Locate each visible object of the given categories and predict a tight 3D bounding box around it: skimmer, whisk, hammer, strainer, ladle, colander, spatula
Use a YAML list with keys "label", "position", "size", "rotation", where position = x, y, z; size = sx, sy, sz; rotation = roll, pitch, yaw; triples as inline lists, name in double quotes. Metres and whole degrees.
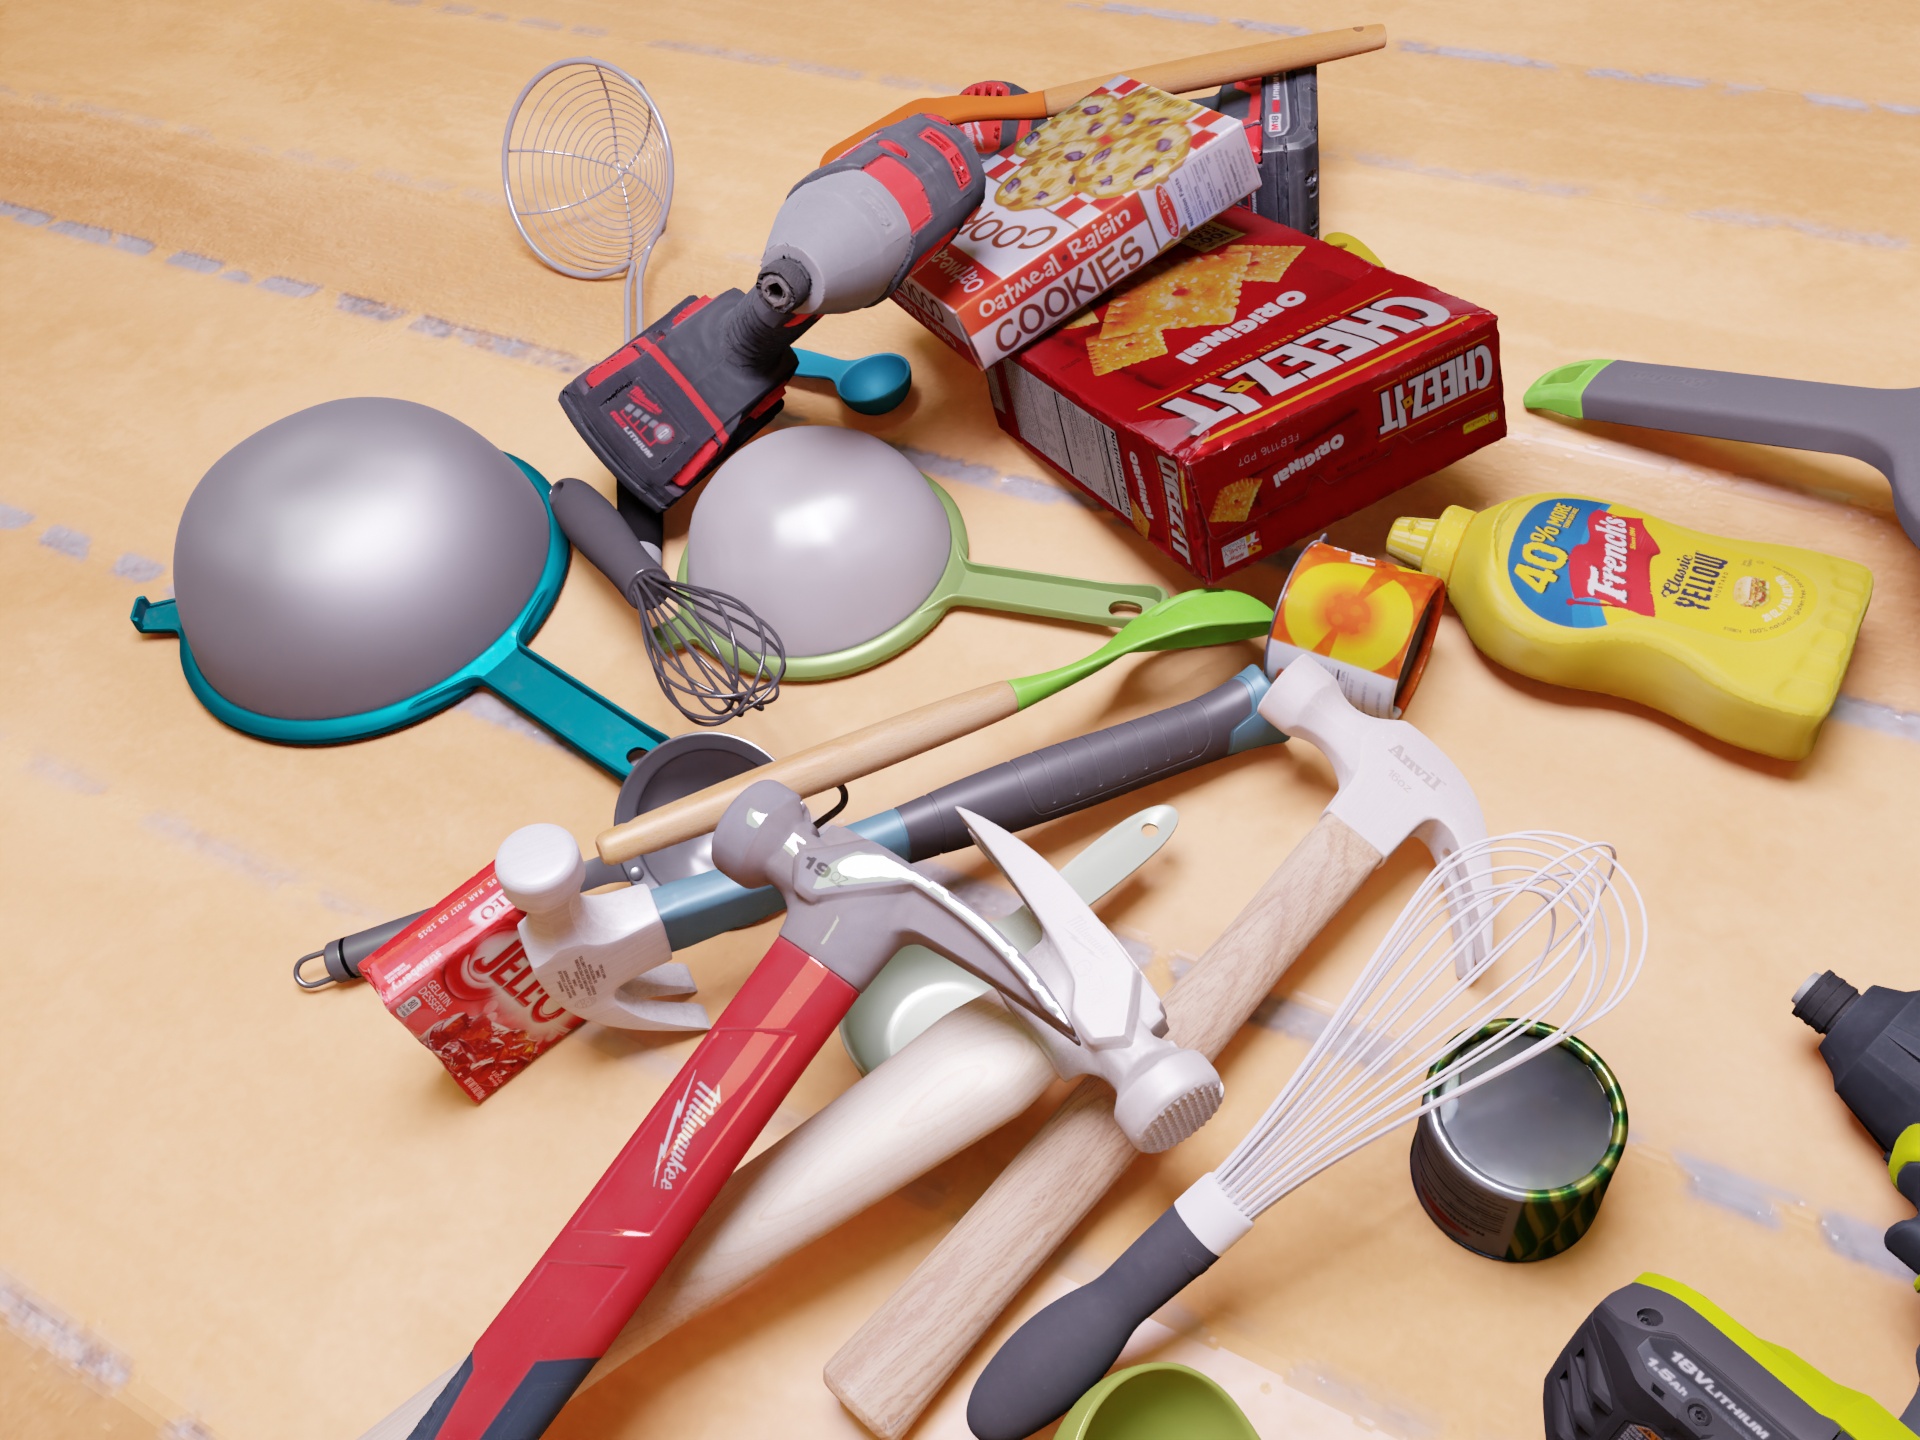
- label: "skimmer"
  position: [-0.209, -0.232, 0.897]
  size: [0.127, 0.090, 0.364]
  rotation: [-33, 48, 28]
- label: "whisk"
  position: [-0.146, -0.065, 0.745]
  size: [0.055, 0.055, 0.239]
  rotation: [-32, 43, -14]
- label: "hammer"
  position: [-0.011, 0.042, 0.644]
  size: [0.331, 0.128, 0.033]
  rotation: [-19, 52, -15]
- label: "strainer"
  position: [-0.026, -0.087, 0.762]
  size: [0.256, 0.069, 0.152]
  rotation: [11, 55, 20]
- label: "ladle"
  position: [0.181, 0.262, 0.464]
  size: [0.320, 0.062, 0.078]
  rotation: [10, 59, 14]
- label: "colander"
  position: [0.430, -0.091, 0.681]
  size: [0.204, 0.094, 0.397]
  rotation: [-40, 38, -25]
- label: "strainer"
  position: [-0.169, 0.068, 0.689]
  size: [0.258, 0.050, 0.087]
  rotation: [-19, 95, 2]
- label: "strainer"
  position: [-0.267, -0.070, 0.779]
  size: [0.341, 0.095, 0.211]
  rotation: [29, 63, 30]
- label: "hammer"
  position: [-0.115, 0.192, 0.551]
  size: [0.410, 0.038, 0.146]
  rotation: [-34, 54, -6]
- label: "spatula"
  position: [0.072, -0.338, 0.880]
  size: [0.322, 0.041, 0.081]
  rotation: [-9, 50, 5]
- label: "hammer"
  position: [0.078, 0.126, 0.589]
  size: [0.130, 0.031, 0.331]
  rotation: [40, 72, 14]
- label: "whisk"
  position: [0.106, 0.139, 0.518]
  size: [0.284, 0.070, 0.070]
  rotation: [-44, 55, 4]
- label: "hammer"
  position: [-0.121, 0.207, 0.496]
  size: [0.143, 0.038, 0.386]
  rotation: [31, 76, 21]

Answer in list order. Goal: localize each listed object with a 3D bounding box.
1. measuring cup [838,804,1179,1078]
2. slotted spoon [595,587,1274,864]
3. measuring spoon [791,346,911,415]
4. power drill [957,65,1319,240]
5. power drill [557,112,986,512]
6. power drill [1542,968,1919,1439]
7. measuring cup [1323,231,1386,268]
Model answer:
- label: "measuring cup"
  position: [0.027, 0.093, 0.636]
  size: [0.167, 0.038, 0.083]
  rotation: [-37, 55, -20]
- label: "slotted spoon"
  position: [-0.001, -0.002, 0.663]
  size: [0.313, 0.070, 0.031]
  rotation: [-21, 90, -21]
- label: "measuring spoon"
  position: [-0.079, -0.192, 0.892]
  size: [0.129, 0.021, 0.042]
  rotation: [19, 59, 34]
- label: "power drill"
  position: [0.088, -0.300, 0.904]
  size: [0.227, 0.080, 0.188]
  rotation: [-1, 53, 14]
- label: "power drill"
  position: [-0.093, -0.191, 0.755]
  size: [0.219, 0.078, 0.143]
  rotation: [-27, 19, 46]
- label: "power drill"
  position: [0.289, 0.177, 0.479]
  size: [0.223, 0.080, 0.171]
  rotation: [-28, 52, -29]
- label: "measuring cup"
  position: [0.226, -0.217, 0.849]
  size: [0.062, 0.029, 0.157]
  rotation: [-14, 42, -1]
